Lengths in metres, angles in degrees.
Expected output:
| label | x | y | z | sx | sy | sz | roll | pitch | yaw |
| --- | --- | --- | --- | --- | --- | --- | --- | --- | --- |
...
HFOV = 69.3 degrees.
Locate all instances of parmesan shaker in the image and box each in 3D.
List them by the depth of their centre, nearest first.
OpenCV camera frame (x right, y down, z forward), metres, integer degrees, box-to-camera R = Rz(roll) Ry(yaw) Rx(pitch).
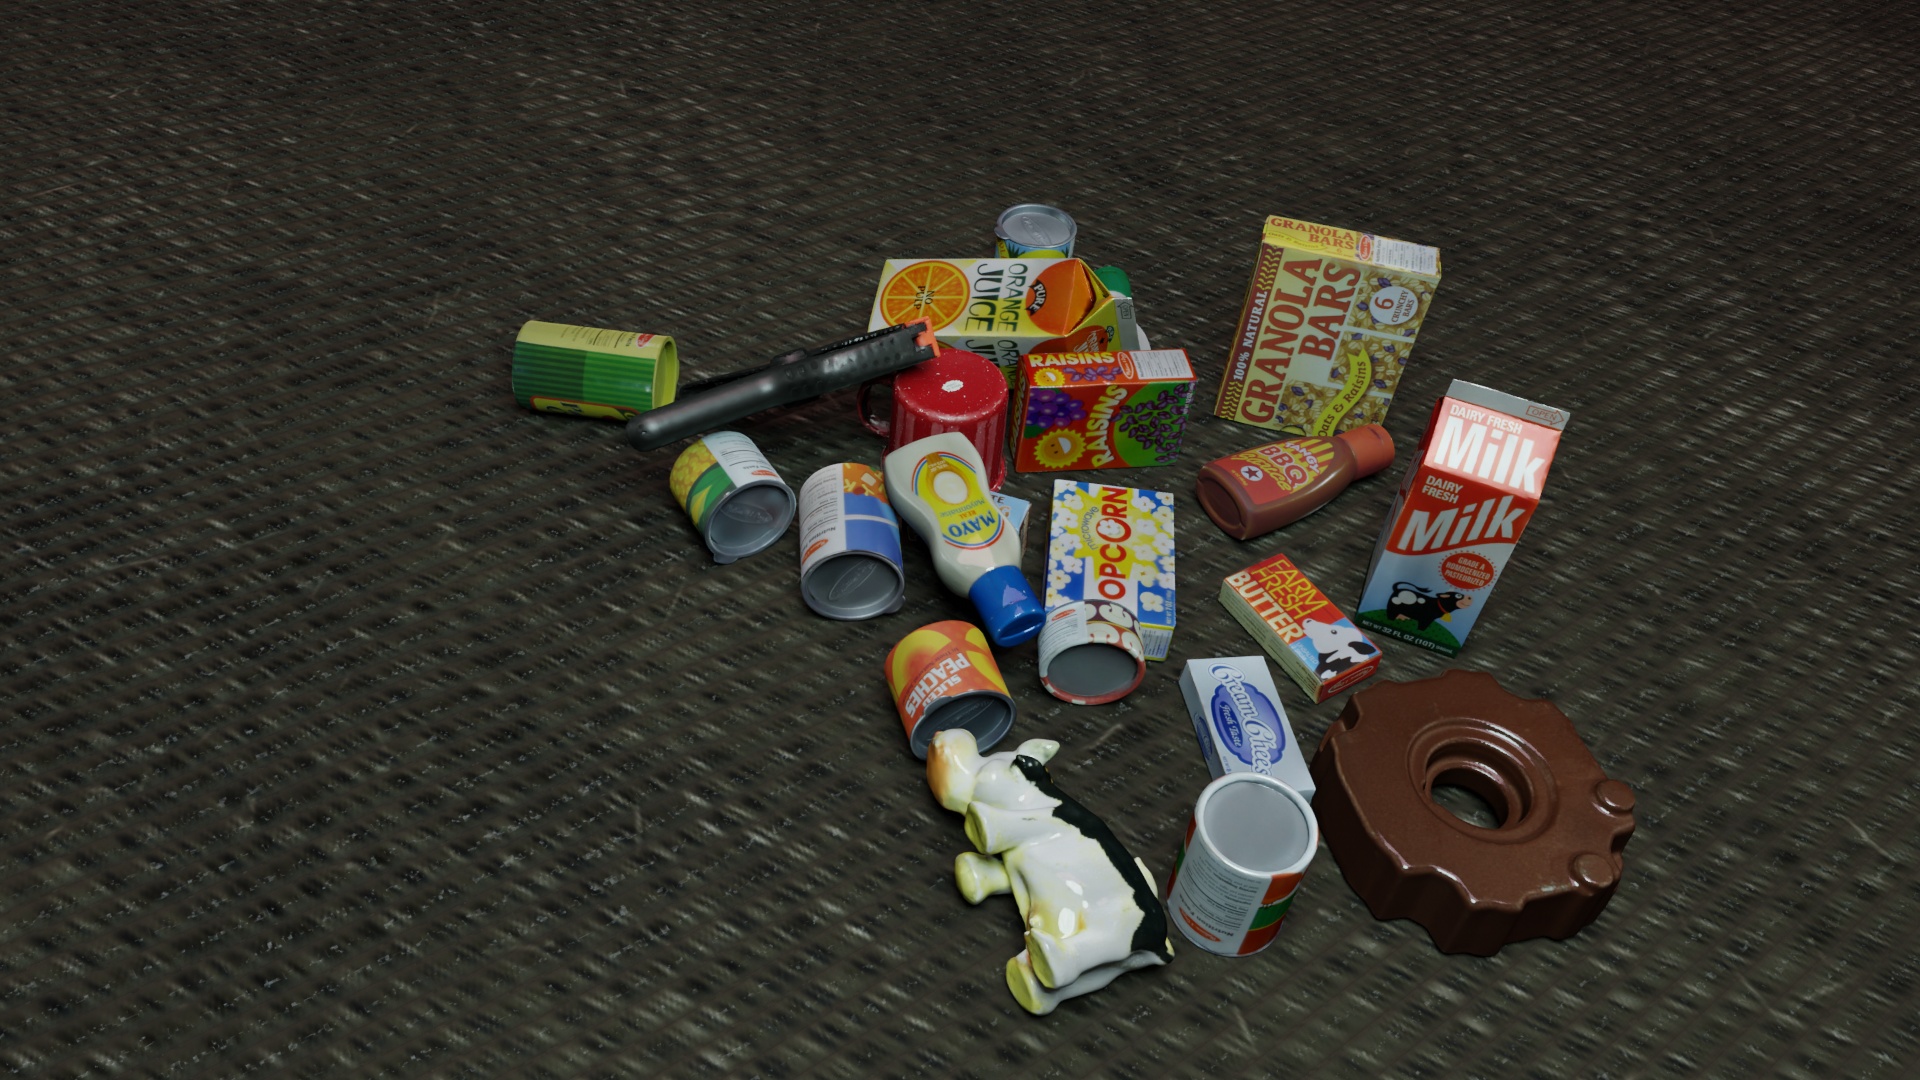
| label | x | y | z | sx | sy | sz | roll | pitch | yaw |
| --- | --- | --- | --- | --- | --- | --- | --- | --- | --- |
| parmesan shaker | -0.264 | -0.122 | 1.011 | 0.103 | 0.071 | 0.072 | 7 | 45 | 2 |

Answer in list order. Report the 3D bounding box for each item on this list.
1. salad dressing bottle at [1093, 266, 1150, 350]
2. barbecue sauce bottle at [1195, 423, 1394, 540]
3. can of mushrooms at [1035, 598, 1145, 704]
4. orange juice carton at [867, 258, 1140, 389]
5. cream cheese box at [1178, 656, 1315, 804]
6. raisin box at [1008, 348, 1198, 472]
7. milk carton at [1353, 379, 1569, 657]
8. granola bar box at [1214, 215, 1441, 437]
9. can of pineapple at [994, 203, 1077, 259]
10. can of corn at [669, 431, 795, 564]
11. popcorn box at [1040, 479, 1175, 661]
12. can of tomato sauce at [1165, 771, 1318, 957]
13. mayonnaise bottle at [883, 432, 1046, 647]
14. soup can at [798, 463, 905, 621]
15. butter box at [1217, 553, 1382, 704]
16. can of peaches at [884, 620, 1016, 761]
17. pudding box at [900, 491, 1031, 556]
| label | x | y | z | sx | sy | sz | roll | pitch | yaw |
| --- | --- | --- | --- | --- | --- | --- | --- | --- | --- |
| salad dressing bottle | 0.120 | -0.164 | 1.108 | 0.064 | 0.043 | 0.148 | 0 | 44 | 6 |
| barbecue sauce bottle | 0.247 | -0.048 | 1.007 | 0.149 | 0.043 | 0.065 | -19 | 49 | -23 |
| can of mushrooms | 0.082 | 0.070 | 0.858 | 0.071 | 0.070 | 0.034 | 3 | 45 | -3 |
| orange juice carton | 0.036 | -0.160 | 1.035 | 0.193 | 0.071 | 0.073 | 3 | 63 | 16 |
| cream cheese box | 0.174 | 0.118 | 0.849 | 0.053 | 0.024 | 0.104 | -3 | 46 | -11 |
| raisin box | 0.101 | -0.094 | 1.007 | 0.123 | 0.085 | 0.040 | -4 | 48 | -10 |
| milk carton | 0.317 | -0.020 | 0.884 | 0.072 | 0.189 | 0.074 | 19 | 47 | 12 |
| granola bar box | 0.266 | -0.149 | 1.024 | 0.124 | 0.164 | 0.039 | 13 | 47 | 7 |
| can of pineapple | 0.060 | -0.241 | 1.167 | 0.071 | 0.057 | 0.071 | 3 | 45 | -3 |
| can of corn | -0.155 | -0.029 | 0.932 | 0.071 | 0.070 | 0.058 | -22 | 51 | -25 |
| popcorn box | 0.099 | 0.018 | 0.929 | 0.085 | 0.038 | 0.127 | 7 | 45 | 1 |
| can of tomato sauce | 0.152 | 0.173 | 0.751 | 0.071 | 0.082 | 0.071 | 3 | 46 | -3 |
| mayonnaise bottle | 0.006 | -0.001 | 0.876 | 0.065 | 0.041 | 0.148 | -20 | 57 | -17 |
| soup can | -0.070 | 0.001 | 0.911 | 0.071 | 0.071 | 0.084 | -1 | 45 | -7 |
| butter box | 0.222 | 0.056 | 0.915 | 0.053 | 0.024 | 0.104 | -21 | 51 | -24 |
| can of peaches | -0.008 | 0.089 | 0.826 | 0.071 | 0.070 | 0.058 | -10 | 47 | -16 |
| pudding box | 0.003 | -0.012 | 0.941 | 0.084 | 0.049 | 0.030 | 16 | 48 | 10 |
